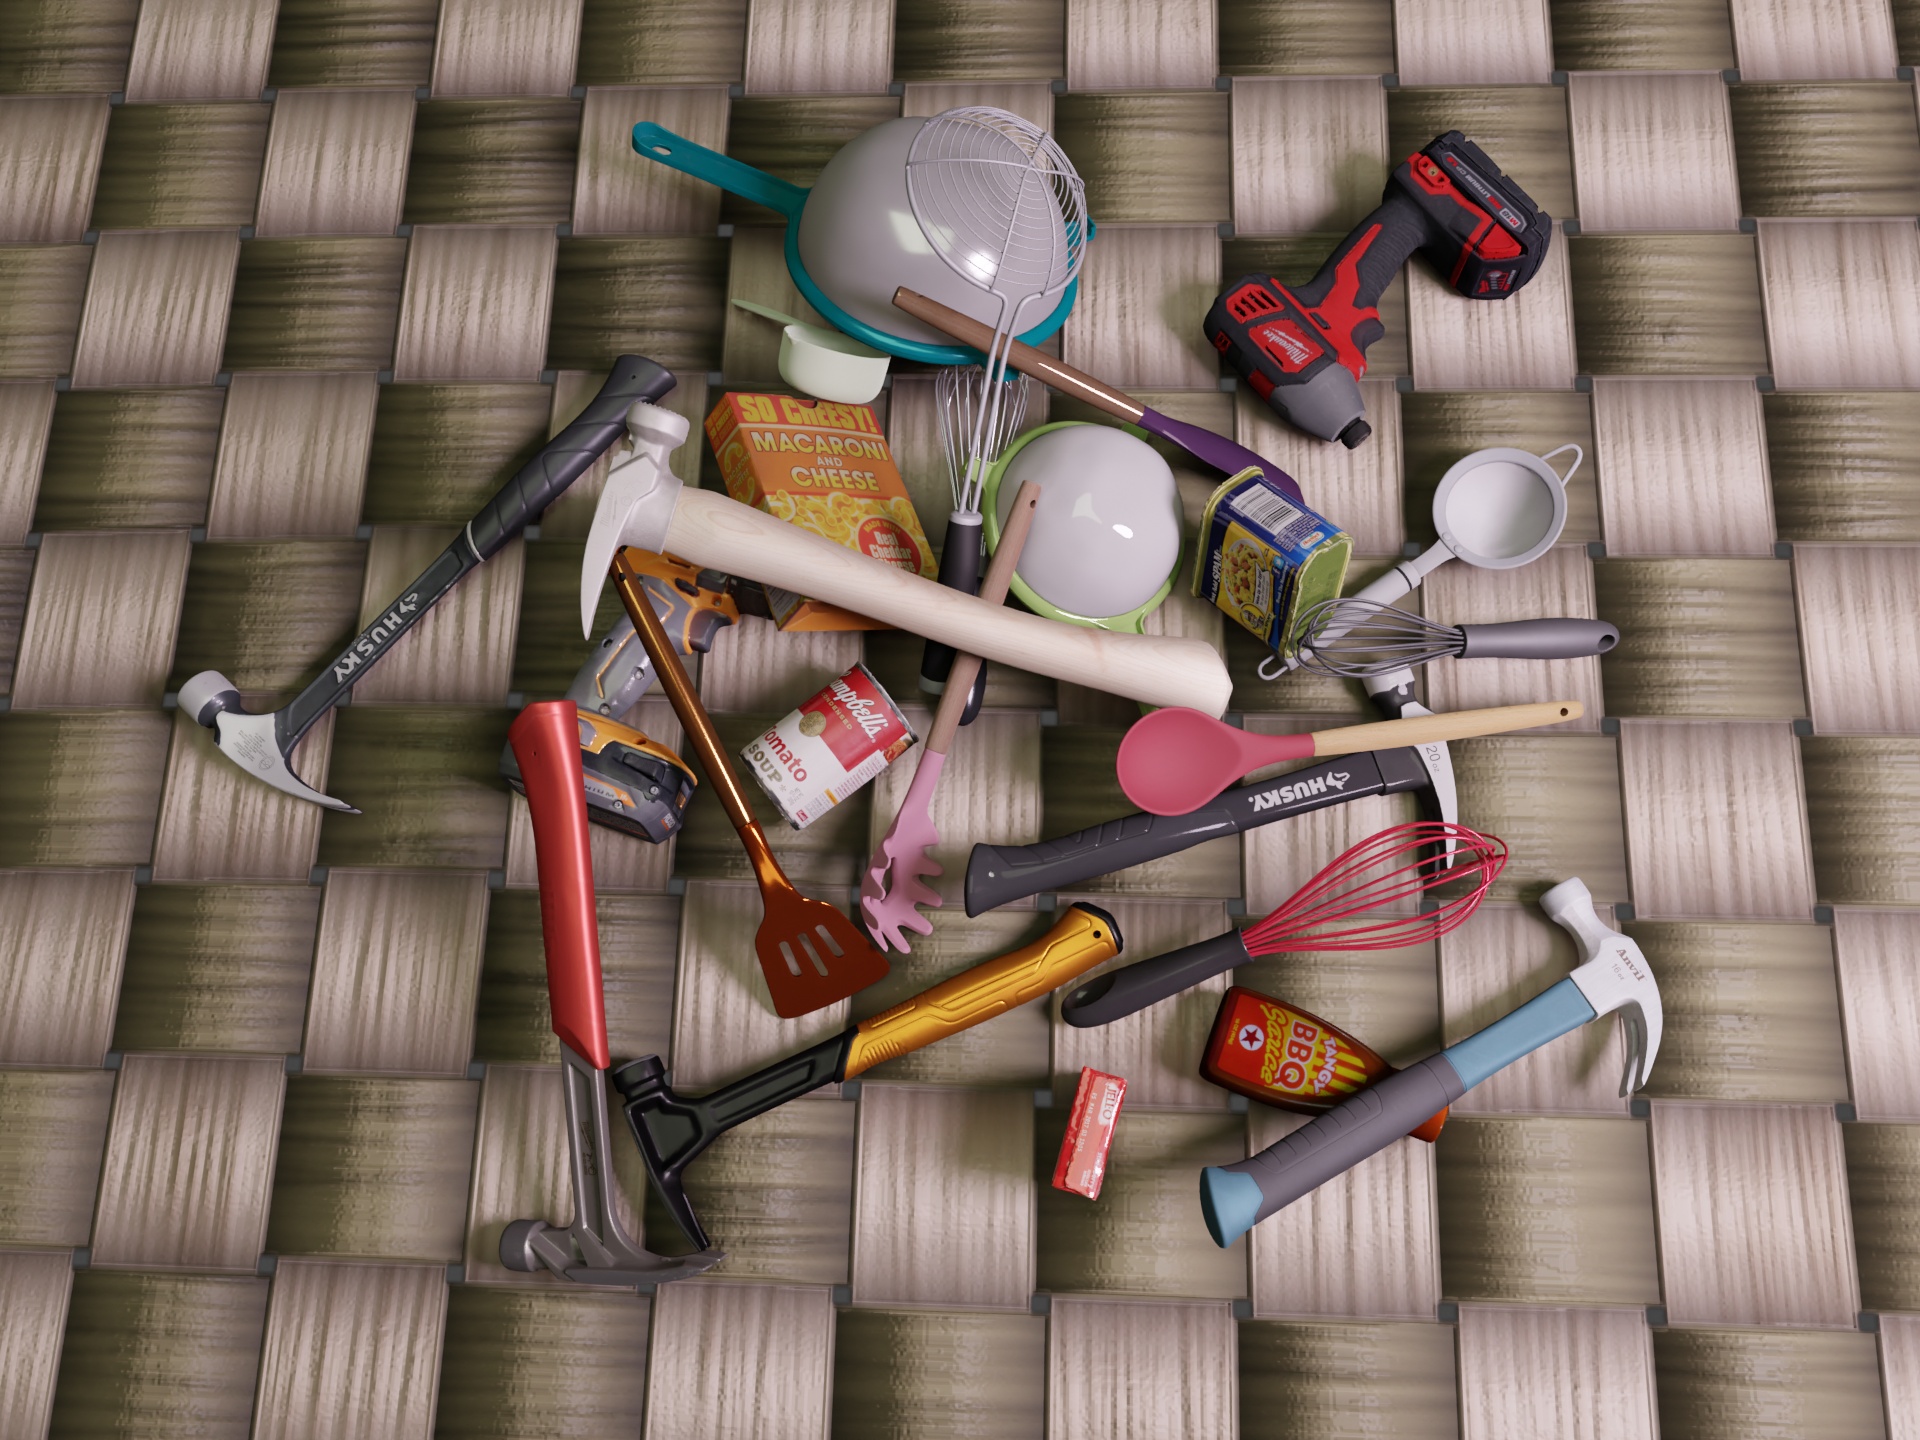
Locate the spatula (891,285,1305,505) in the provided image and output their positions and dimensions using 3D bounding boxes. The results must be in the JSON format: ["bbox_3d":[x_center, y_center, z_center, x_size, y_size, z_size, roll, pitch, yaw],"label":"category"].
[{"bbox_3d":[0.098,-0.217,1.066,0.315,0.018,0.060,22,34,-17],"label":"spatula"}]

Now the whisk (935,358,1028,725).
[{"bbox_3d":[0.011,-0.136,1.102,0.070,0.070,0.285,3,80,4],"label":"whisk"}]

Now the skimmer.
[{"bbox_3d":[0.001,-0.198,1.019,0.127,0.363,0.090,-3,27,-31],"label":"skimmer"}]

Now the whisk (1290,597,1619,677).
[{"bbox_3d":[0.327,-0.055,1.041,0.239,0.055,0.055,-2,74,-15],"label":"whisk"}]

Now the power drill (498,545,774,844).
[{"bbox_3d":[-0.189,-0.034,1.077,0.185,0.084,0.226,18,73,6],"label":"power drill"}]

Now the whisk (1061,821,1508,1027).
[{"bbox_3d":[0.196,0.132,0.990,0.296,0.073,0.073,-24,74,15],"label":"whisk"}]

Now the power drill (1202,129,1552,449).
[{"bbox_3d":[0.296,-0.295,1.116,0.219,0.078,0.143,-38,76,-4],"label":"power drill"}]

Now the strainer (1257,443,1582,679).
[{"bbox_3d":[0.310,-0.103,1.082,0.258,0.050,0.087,-34,70,0],"label":"strainer"}]

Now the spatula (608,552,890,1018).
[{"bbox_3d":[-0.147,0.042,1.009,0.081,0.041,0.322,-25,97,1],"label":"spatula"}]

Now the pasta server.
[{"bbox_3d":[-0.002,-0.003,1.033,0.040,0.060,0.316,23,94,39],"label":"pasta server"}]

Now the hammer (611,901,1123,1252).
[{"bbox_3d":[-0.047,0.211,1.021,0.337,0.034,0.127,-25,79,-4],"label":"hammer"}]

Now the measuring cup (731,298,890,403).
[{"bbox_3d":[-0.118,-0.265,1.135,0.168,0.083,0.038,33,118,40],"label":"measuring cup"}]

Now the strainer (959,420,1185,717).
[{"bbox_3d":[0.112,-0.090,1.058,0.151,0.069,0.256,-18,83,-22],"label":"strainer"}]

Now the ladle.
[{"bbox_3d":[0.250,0.011,1.019,0.315,0.031,0.069,-7,97,-7],"label":"ladle"}]

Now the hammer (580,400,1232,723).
[{"bbox_3d":[-0.027,-0.062,0.990,0.410,0.038,0.146,17,89,-11],"label":"hammer"}]

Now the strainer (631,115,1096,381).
[{"bbox_3d":[-0.072,-0.376,1.105,0.340,0.095,0.211,23,54,4],"label":"strainer"}]

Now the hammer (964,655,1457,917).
[{"bbox_3d":[0.161,0.069,1.030,0.334,0.035,0.146,-16,75,-7],"label":"hammer"}]

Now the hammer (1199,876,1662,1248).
[{"bbox_3d":[0.283,0.218,0.959,0.331,0.033,0.128,-25,67,-16],"label":"hammer"}]

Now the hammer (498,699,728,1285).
[{"bbox_3d":[-0.230,0.166,0.985,0.149,0.036,0.359,-5,89,21],"label":"hammer"}]

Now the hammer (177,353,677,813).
[{"bbox_3d":[-0.355,-0.110,1.128,0.149,0.036,0.409,41,81,12],"label":"hammer"}]
